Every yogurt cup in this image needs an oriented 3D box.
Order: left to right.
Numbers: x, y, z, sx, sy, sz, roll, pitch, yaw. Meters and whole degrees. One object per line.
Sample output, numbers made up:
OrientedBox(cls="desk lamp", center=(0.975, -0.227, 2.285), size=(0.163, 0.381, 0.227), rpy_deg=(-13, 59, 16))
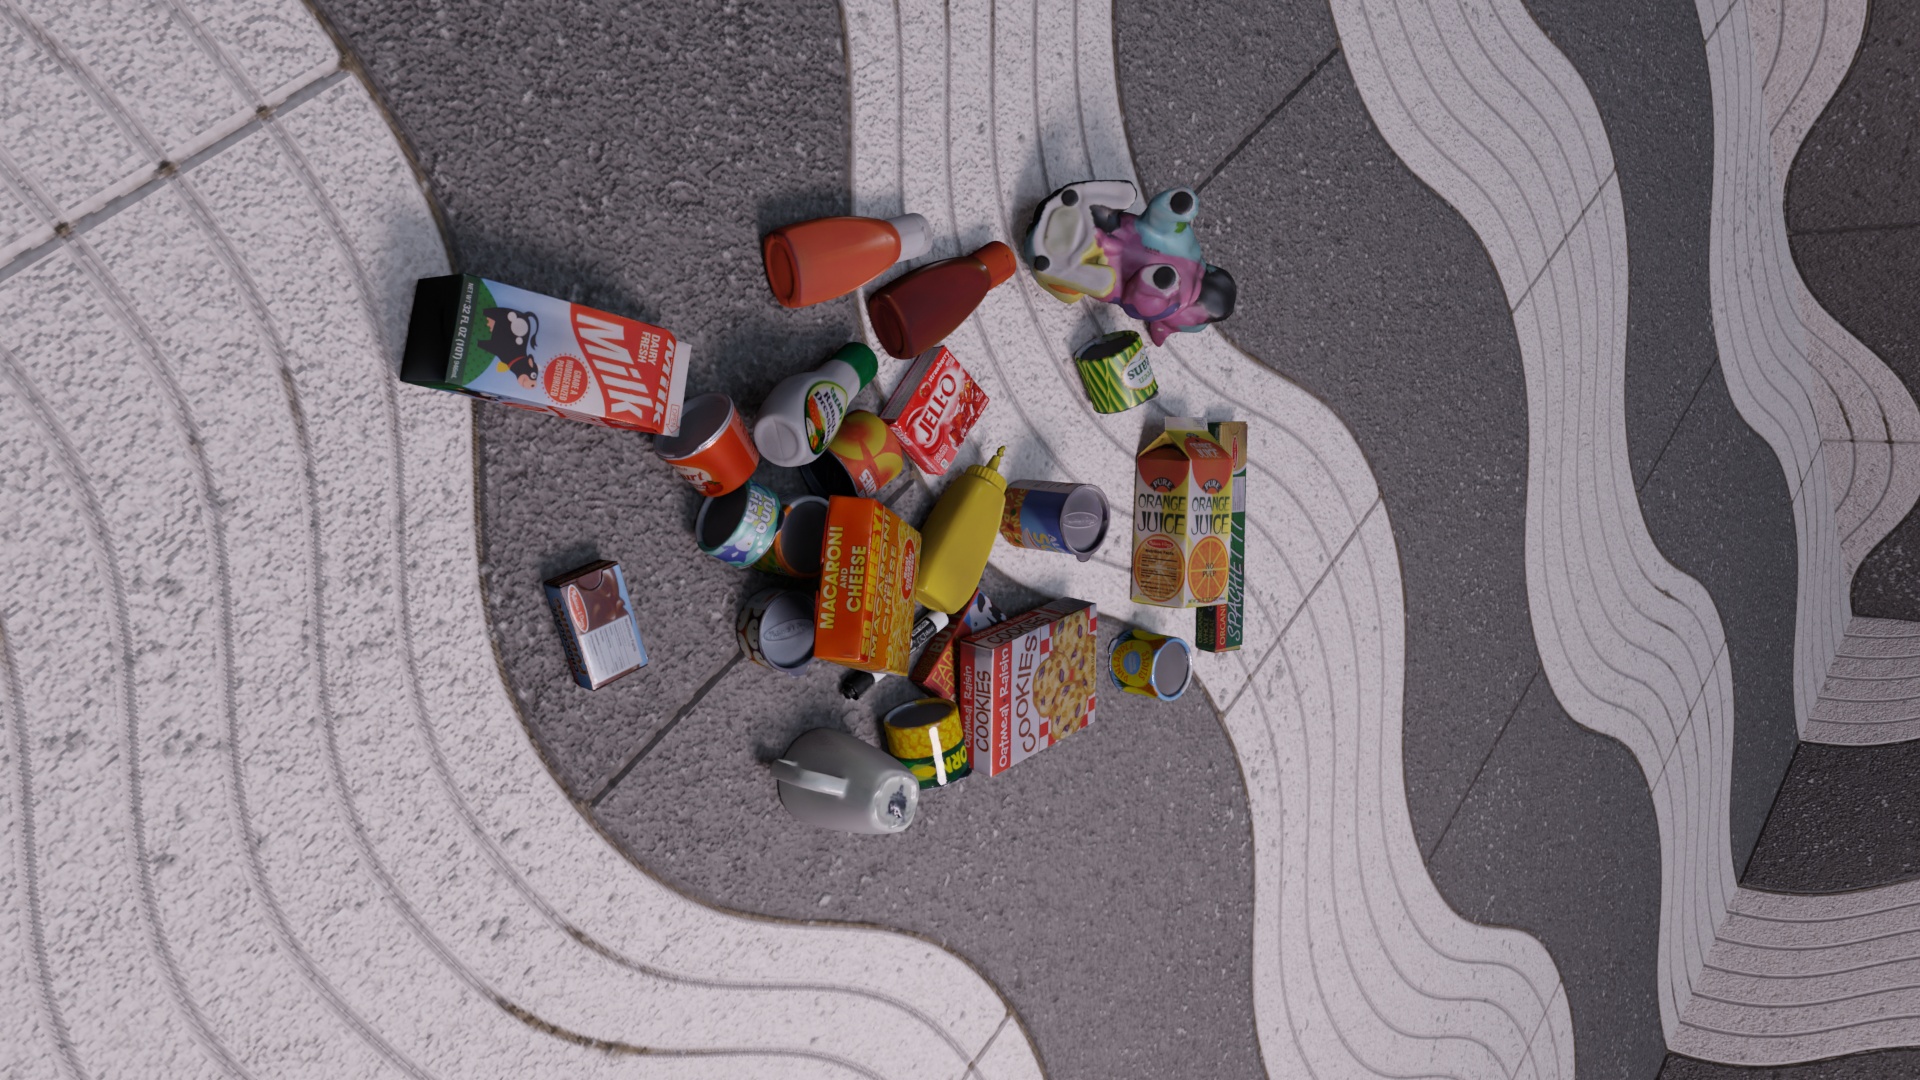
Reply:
OrientedBox(cls="yogurt cup", center=(-0.187, -0.070, 1.037), size=(0.073, 0.072, 0.053), rpy_deg=(-55, 135, -24))

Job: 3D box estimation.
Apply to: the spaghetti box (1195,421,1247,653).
OrientedBox(cls="spaghetti box", center=(0.282, -0.004, 1.500), size=(0.050, 0.028, 0.249), rpy_deg=(-5, 97, -42))

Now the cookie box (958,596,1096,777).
OrientedBox(cls="cookie box", center=(0.063, 0.132, 1.283), size=(0.168, 0.040, 0.122), rpy_deg=(-18, 113, -49))

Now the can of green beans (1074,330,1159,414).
OrientedBox(cls="can of green beans", center=(0.150, -0.162, 1.336), size=(0.071, 0.071, 0.057), rpy_deg=(-40, 120, -32))

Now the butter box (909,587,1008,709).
OrientedBox(cls="butter box", center=(0.000, 0.097, 1.252), size=(0.053, 0.024, 0.104), rpy_deg=(47, 64, -37))

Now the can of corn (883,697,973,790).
OrientedBox(cls="can of corn", center=(-0.027, 0.175, 1.203), size=(0.071, 0.071, 0.058), rpy_deg=(-24, 109, -39))

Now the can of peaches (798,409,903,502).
OrientedBox(cls="can of peaches", center=(-0.087, -0.063, 1.125), size=(0.058, 0.071, 0.071), rpy_deg=(-40, 120, -33))

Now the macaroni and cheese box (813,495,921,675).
OrientedBox(cls="macaroni and cheese box", center=(-0.072, 0.040, 1.101), size=(0.166, 0.040, 0.124), rpy_deg=(42, 52, -76))

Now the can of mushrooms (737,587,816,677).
OrientedBox(cls="can of mushrooms", center=(-0.143, 0.073, 1.111), size=(0.071, 0.033, 0.071), rpy_deg=(-5, 98, -43))

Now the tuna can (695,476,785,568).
OrientedBox(cls="tuna can", center=(-0.167, -0.015, 1.054), size=(0.033, 0.071, 0.071), rpy_deg=(30, 74, -40))

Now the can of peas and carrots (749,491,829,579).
OrientedBox(cls="can of peas and carrots", center=(-0.135, -0.002, 1.094), size=(0.071, 0.058, 0.071), rpy_deg=(-5, 98, -42))

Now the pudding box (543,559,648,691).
OrientedBox(cls="pudding box", center=(-0.262, 0.060, 1.002), size=(0.050, 0.030, 0.083), rpy_deg=(-26, 111, -37))

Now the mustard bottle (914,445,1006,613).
OrientedBox(cls="mustard bottle", center=(0.004, -0.015, 1.228), size=(0.065, 0.049, 0.161), rpy_deg=(44, 65, -40))

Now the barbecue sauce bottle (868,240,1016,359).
OrientedBox(cls="barbecue sauce bottle", center=(-0.011, -0.214, 1.197), size=(0.149, 0.043, 0.064), rpy_deg=(-38, 119, -34))

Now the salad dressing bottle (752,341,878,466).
OrientedBox(cls="salad dressing bottle", center=(-0.109, -0.111, 1.086), size=(0.148, 0.044, 0.064), rpy_deg=(-56, 142, -52))

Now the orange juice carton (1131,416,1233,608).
OrientedBox(cls="orange juice carton", center=(0.226, -0.030, 1.415), size=(0.072, 0.073, 0.192), rpy_deg=(-2, 95, -42))

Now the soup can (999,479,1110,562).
OrientedBox(cls="soup can", center=(0.085, -0.019, 1.278), size=(0.071, 0.084, 0.071), rpy_deg=(-6, 98, -42))

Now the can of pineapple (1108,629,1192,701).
OrientedBox(cls="can of pineapple", center=(0.193, 0.126, 1.410), size=(0.071, 0.058, 0.071), rpy_deg=(-6, 99, -42))

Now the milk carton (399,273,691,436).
OrientedBox(cls="milk carton", center=(-0.269, -0.122, 0.947), size=(0.191, 0.073, 0.072), rpy_deg=(10, 88, -43))

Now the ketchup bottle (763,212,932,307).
OrientedBox(cls="ketchup bottle", center=(-0.087, -0.234, 1.125), size=(0.149, 0.043, 0.064), rpy_deg=(-25, 112, -39))
